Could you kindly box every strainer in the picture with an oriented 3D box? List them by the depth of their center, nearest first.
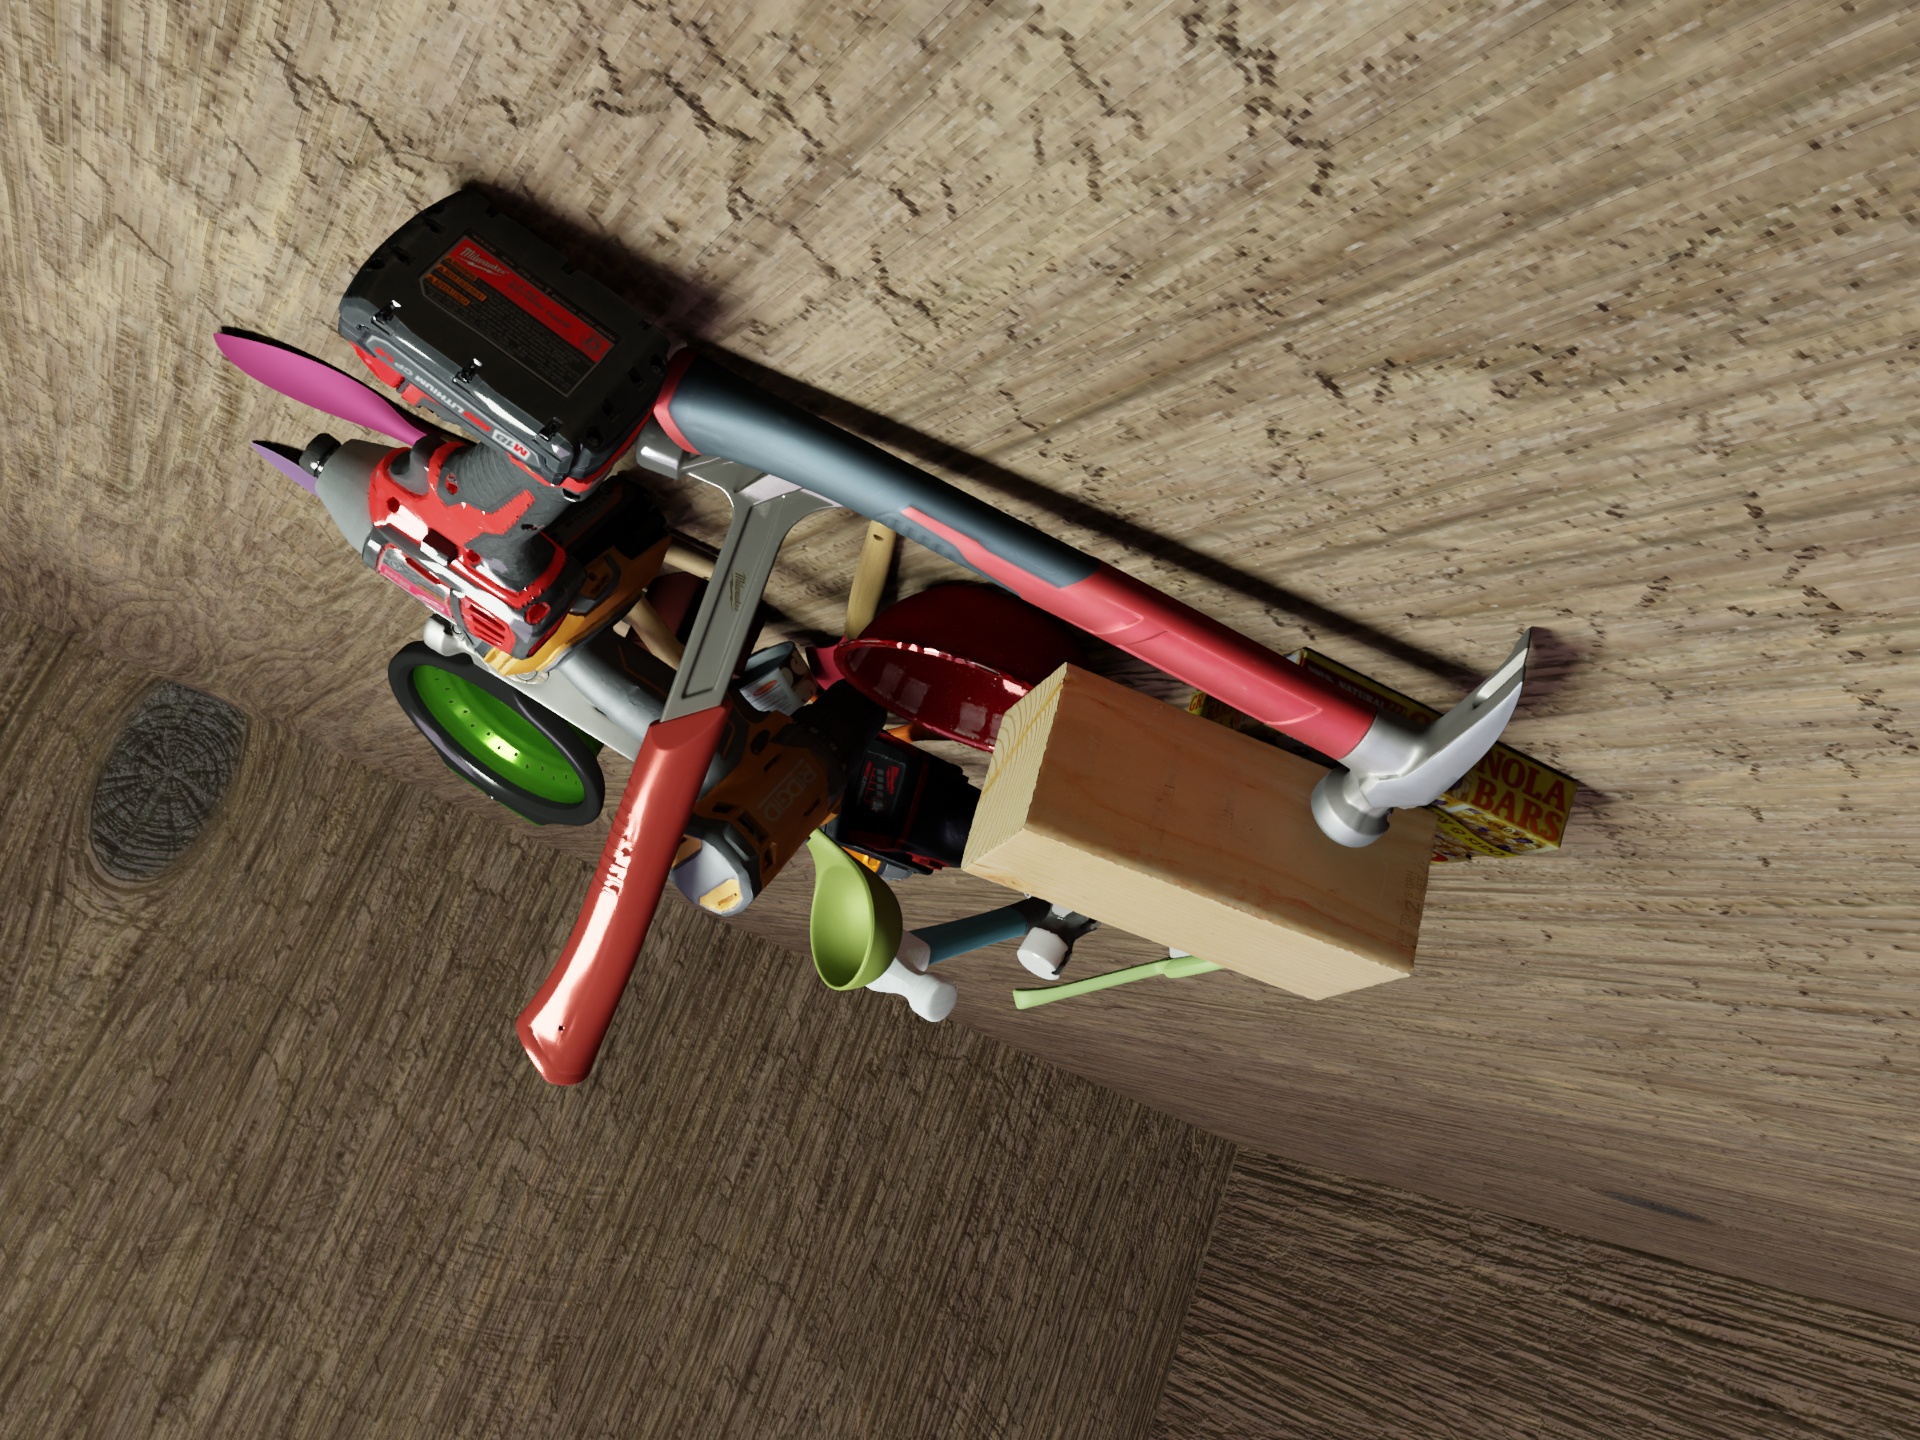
[{"bbox_3d":[0.154,0.140,1.105,0.256,0.069,0.151,-16,173,9],"label":"strainer"}]

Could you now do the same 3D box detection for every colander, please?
[{"bbox_3d":[-0.335,-0.048,1.230,0.204,0.094,0.397,33,150,1],"label":"colander"}]

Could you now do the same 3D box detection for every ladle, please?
[{"bbox_3d":[-0.057,-0.059,0.927,0.069,0.031,0.315,25,163,-1],"label":"ladle"},{"bbox_3d":[-0.139,0.025,0.961,0.320,0.062,0.078,54,143,-7],"label":"ladle"}]

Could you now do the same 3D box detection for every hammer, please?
[{"bbox_3d":[0.049,-0.070,0.690,0.386,0.038,0.143,27,143,-4],"label":"hammer"},{"bbox_3d":[-0.138,0.033,0.798,0.149,0.359,0.037,22,-162,-3],"label":"hammer"},{"bbox_3d":[-0.231,-0.014,1.115,0.146,0.038,0.410,30,179,5],"label":"hammer"},{"bbox_3d":[-0.032,0.072,1.142,0.335,0.146,0.035,15,149,36],"label":"hammer"},{"bbox_3d":[0.049,0.145,1.163,0.128,0.033,0.331,24,-158,40],"label":"hammer"}]

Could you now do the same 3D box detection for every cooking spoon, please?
[{"bbox_3d":[-0.279,-0.149,0.923,0.319,0.017,0.068,24,165,-8],"label":"cooking spoon"}]

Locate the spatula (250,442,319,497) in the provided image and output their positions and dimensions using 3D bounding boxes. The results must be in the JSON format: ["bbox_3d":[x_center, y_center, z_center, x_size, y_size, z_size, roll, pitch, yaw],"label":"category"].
[{"bbox_3d":[-0.353,-0.116,1.047,0.316,0.018,0.059,28,167,19],"label":"spatula"}]

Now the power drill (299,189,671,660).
[{"bbox_3d":[-0.220,-0.120,0.704,0.143,0.079,0.219,36,147,-8],"label":"power drill"}]

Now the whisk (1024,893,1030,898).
[{"bbox_3d":[0.083,0.115,1.298,0.070,0.070,0.284,18,160,10],"label":"whisk"}]

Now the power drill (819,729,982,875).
[{"bbox_3d":[0.018,0.060,0.976,0.227,0.080,0.187,10,169,37],"label":"power drill"}]

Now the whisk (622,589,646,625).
[{"bbox_3d":[-0.238,-0.088,1.033,0.058,0.059,0.246,-34,140,23],"label":"whisk"}]

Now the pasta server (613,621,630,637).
[{"bbox_3d":[-0.192,-0.029,1.187,0.060,0.040,0.316,-10,146,45],"label":"pasta server"}]

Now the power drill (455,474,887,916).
[{"bbox_3d":[-0.149,-0.026,0.898,0.226,0.185,0.084,49,134,-8],"label":"power drill"}]

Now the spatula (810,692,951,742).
[{"bbox_3d":[-0.002,-0.003,1.055,0.081,0.041,0.323,32,157,-37],"label":"spatula"}]

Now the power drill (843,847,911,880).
[{"bbox_3d":[-0.156,0.074,1.367,0.226,0.084,0.164,17,168,-16],"label":"power drill"}]
